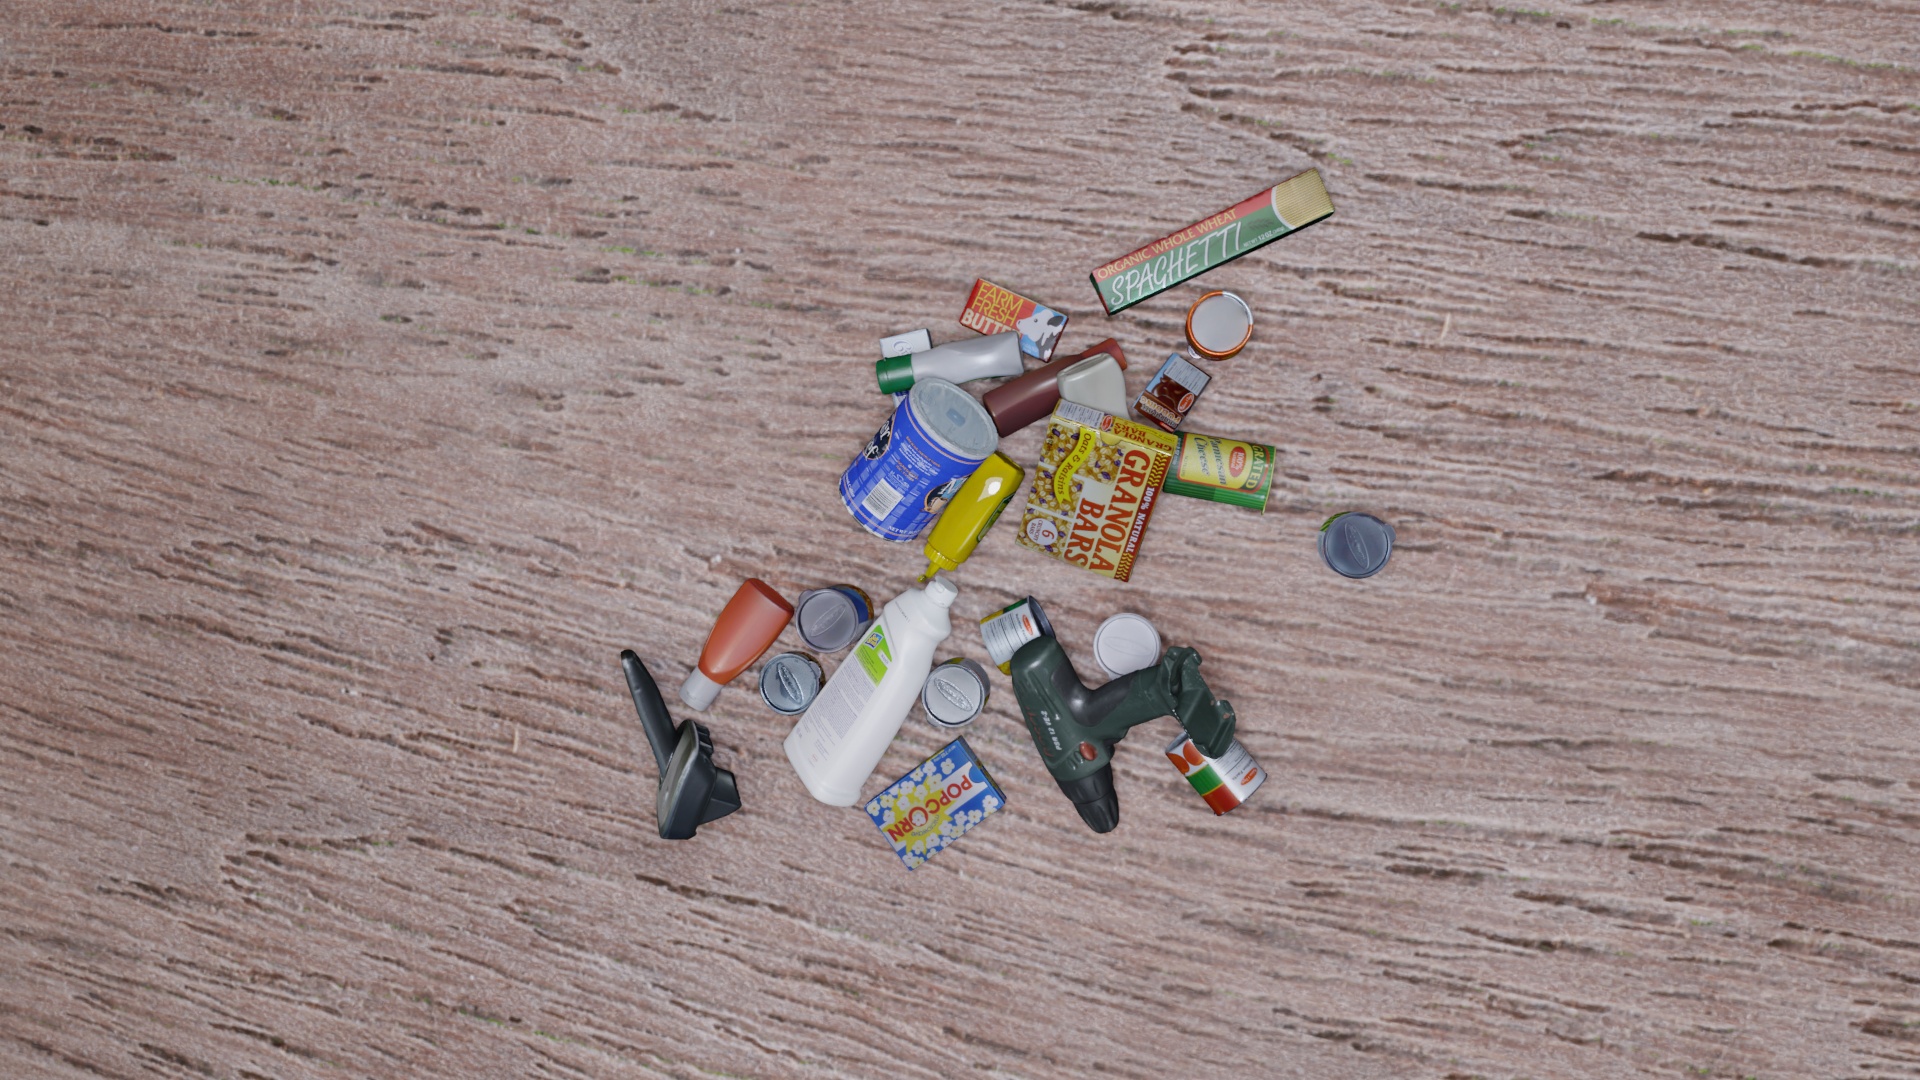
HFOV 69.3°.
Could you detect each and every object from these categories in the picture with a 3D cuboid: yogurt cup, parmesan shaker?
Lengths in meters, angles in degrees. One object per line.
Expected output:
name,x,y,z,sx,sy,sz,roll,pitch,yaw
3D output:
yogurt cup,0.171,0.106,1.422,0.072,0.054,0.072,0,92,8
parmesan shaker,0.259,-0.068,1.397,0.103,0.071,0.071,10,93,7

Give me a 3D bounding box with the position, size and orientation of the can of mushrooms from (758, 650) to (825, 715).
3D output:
can of mushrooms,-0.177,0.151,1.482,0.071,0.033,0.071,0,91,8

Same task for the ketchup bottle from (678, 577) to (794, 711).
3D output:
ketchup bottle,-0.244,0.115,1.485,0.065,0.043,0.148,39,96,6

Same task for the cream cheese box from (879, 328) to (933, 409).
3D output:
cream cheese box,-0.048,-0.167,1.459,0.053,0.024,0.103,-13,90,7

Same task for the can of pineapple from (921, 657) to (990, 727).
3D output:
can of pineapple,-0.006,0.158,1.446,0.071,0.058,0.071,0,92,8

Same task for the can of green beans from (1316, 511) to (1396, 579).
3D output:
can of green beans,0.392,0.004,1.387,0.071,0.058,0.071,0,92,8

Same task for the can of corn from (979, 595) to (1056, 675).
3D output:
can of corn,0.061,0.099,1.432,0.058,0.071,0.071,-26,88,13

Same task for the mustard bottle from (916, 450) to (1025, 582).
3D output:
mustard bottle,0.005,-0.018,1.439,0.049,0.065,0.160,37,102,9

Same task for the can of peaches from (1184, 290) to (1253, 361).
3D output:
can of peaches,0.258,-0.214,1.398,0.071,0.058,0.071,0,92,7

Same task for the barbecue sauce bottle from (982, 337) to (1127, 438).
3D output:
barbecue sauce bottle,0.097,-0.159,1.422,0.148,0.064,0.044,-27,69,-1

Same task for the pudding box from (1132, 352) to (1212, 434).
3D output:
pudding box,0.213,-0.149,1.395,0.050,0.084,0.030,35,136,4

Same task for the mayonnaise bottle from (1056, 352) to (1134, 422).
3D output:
mayonnaise bottle,0.149,-0.111,1.400,0.065,0.041,0.147,-24,113,-3

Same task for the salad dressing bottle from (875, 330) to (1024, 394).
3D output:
salad dressing bottle,-0.011,-0.179,1.415,0.147,0.064,0.043,-9,110,8

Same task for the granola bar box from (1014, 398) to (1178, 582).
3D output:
granola bar box,0.134,-0.047,1.389,0.124,0.039,0.164,19,128,6

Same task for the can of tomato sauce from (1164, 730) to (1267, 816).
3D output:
can of tomato sauce,0.257,0.227,1.410,0.071,0.071,0.083,-41,86,7

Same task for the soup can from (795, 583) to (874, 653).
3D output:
soup can,-0.131,0.078,1.448,0.071,0.084,0.071,0,92,8

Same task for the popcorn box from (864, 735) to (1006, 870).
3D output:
popcorn box,-0.026,0.276,1.463,0.126,0.038,0.085,-37,86,8

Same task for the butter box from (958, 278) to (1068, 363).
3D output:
butter box,0.055,-0.228,1.443,0.103,0.024,0.053,25,94,6

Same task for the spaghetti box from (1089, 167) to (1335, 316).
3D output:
spaghetti box,0.254,-0.301,1.411,0.250,0.029,0.050,-24,88,8
